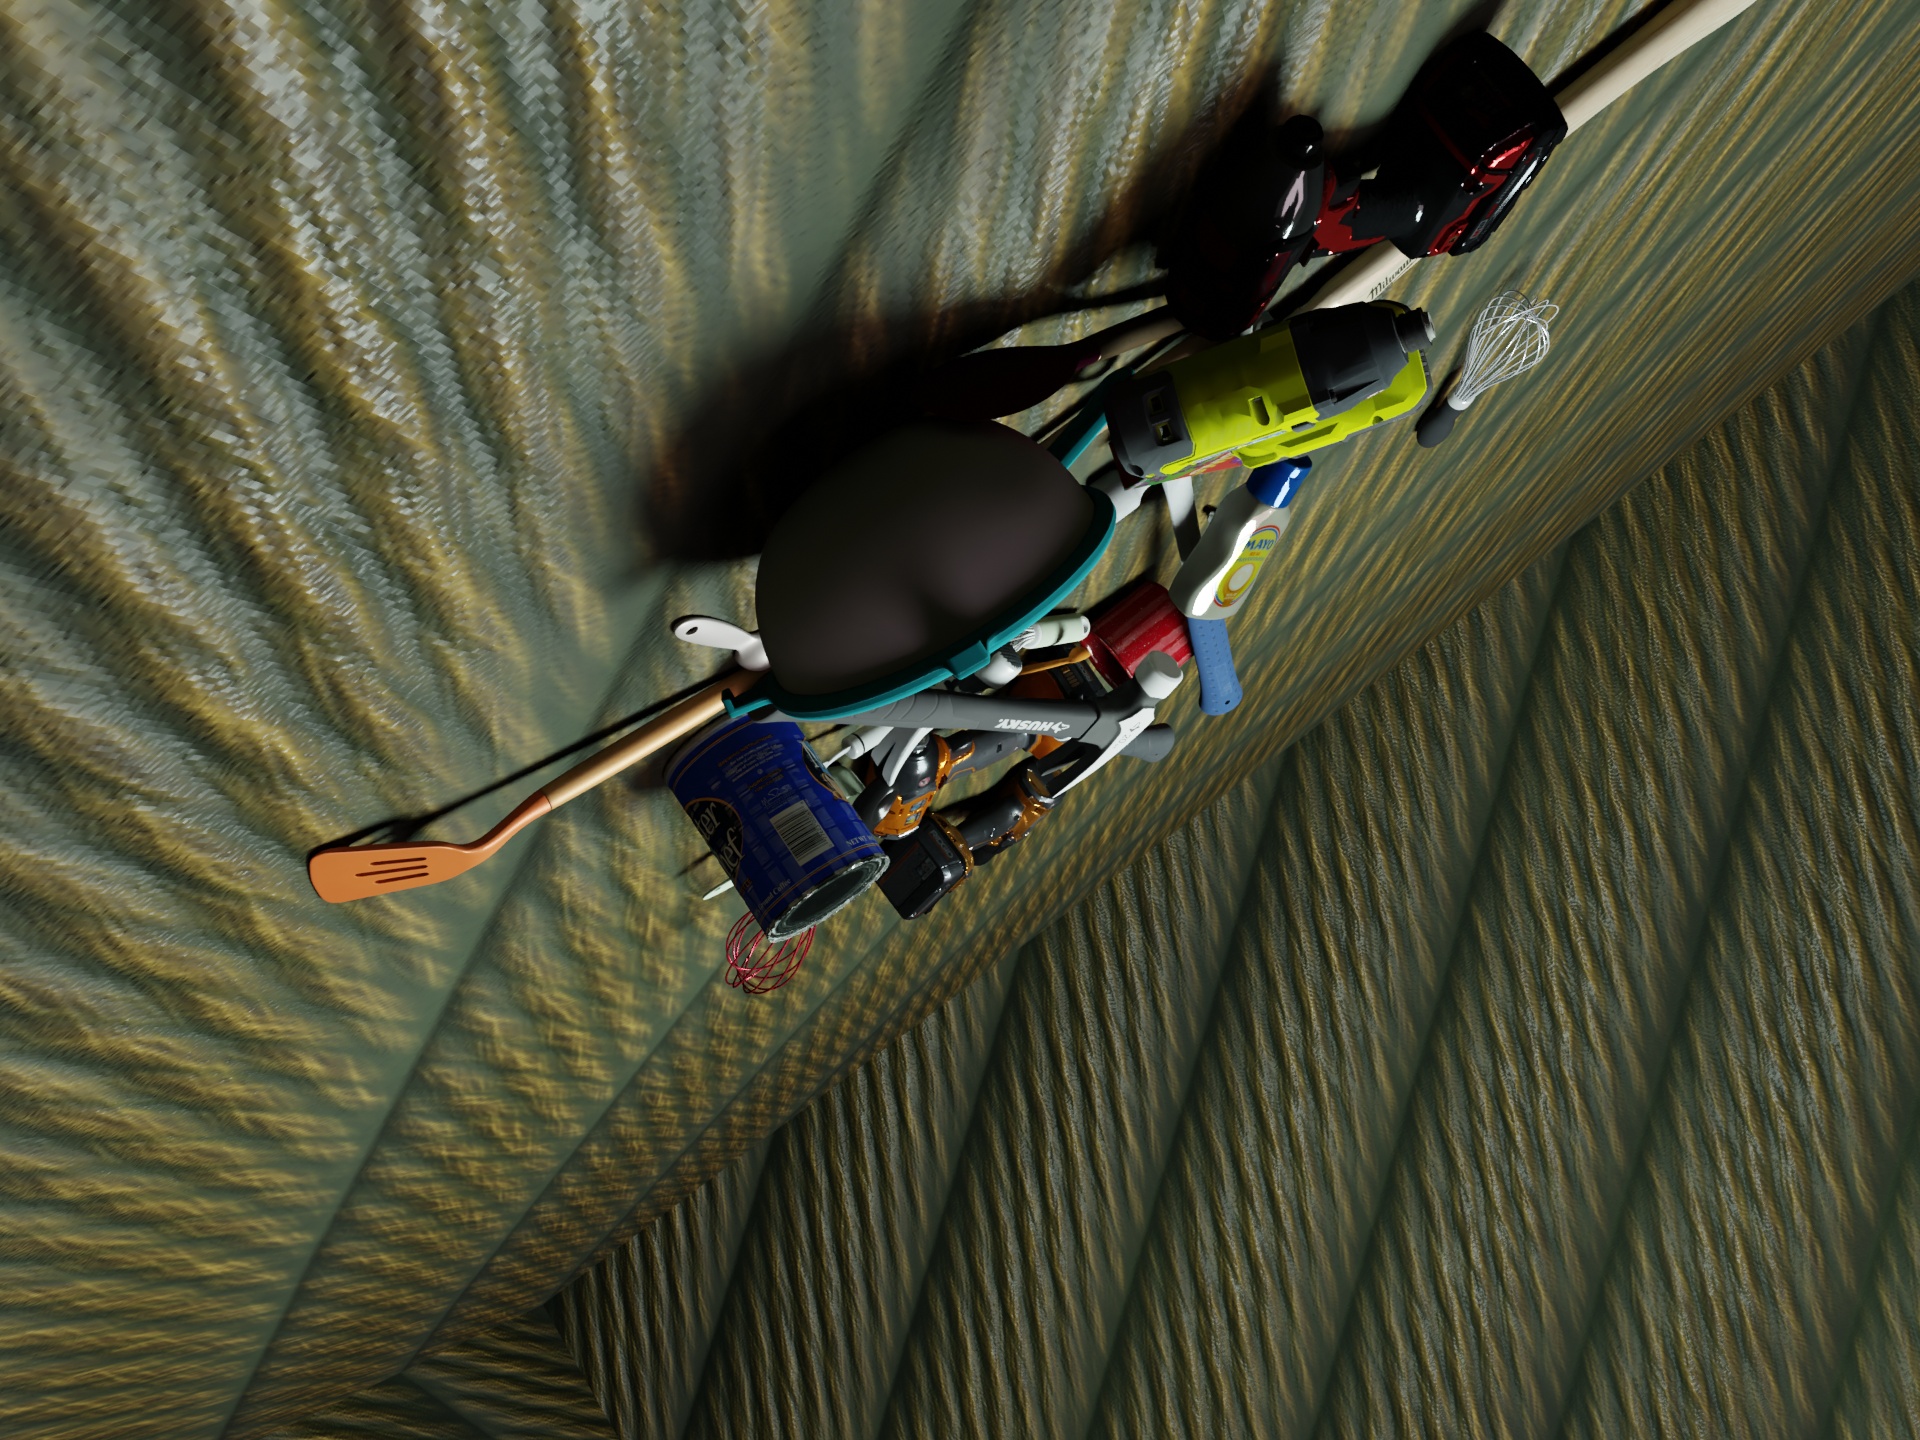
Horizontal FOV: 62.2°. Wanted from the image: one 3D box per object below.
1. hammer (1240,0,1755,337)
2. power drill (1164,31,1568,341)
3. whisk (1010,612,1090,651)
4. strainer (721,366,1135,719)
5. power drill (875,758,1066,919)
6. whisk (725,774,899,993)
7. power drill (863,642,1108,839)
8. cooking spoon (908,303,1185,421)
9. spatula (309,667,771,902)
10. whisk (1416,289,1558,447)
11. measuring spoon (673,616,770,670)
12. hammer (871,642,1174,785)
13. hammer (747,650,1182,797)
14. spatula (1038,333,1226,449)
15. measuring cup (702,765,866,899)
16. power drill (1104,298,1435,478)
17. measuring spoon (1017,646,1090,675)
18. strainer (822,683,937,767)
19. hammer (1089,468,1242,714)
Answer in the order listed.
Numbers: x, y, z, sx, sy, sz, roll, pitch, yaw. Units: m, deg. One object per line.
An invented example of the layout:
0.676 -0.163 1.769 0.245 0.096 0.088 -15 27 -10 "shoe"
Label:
0.359 -0.372 1.052 0.410 0.038 0.146 -39 164 10 "hammer"
0.225 -0.302 0.895 0.219 0.079 0.143 -26 163 -23 "power drill"
0.052 -0.070 1.306 0.059 0.058 0.246 -4 -176 27 "whisk"
0.001 -0.137 0.877 0.211 0.095 0.340 -8 -147 44 "strainer"
0.003 0.140 1.791 0.226 0.084 0.185 -28 166 -43 "power drill"
-0.131 0.147 1.398 0.073 0.073 0.295 -17 150 -51 "whisk"
0.018 0.014 1.420 0.226 0.084 0.164 -26 161 -21 "power drill"
0.090 -0.217 0.907 0.319 0.069 0.017 -31 136 -40 "cooking spoon"
-0.242 0.029 0.988 0.322 0.041 0.081 -33 166 -26 "spatula"
0.472 -0.312 1.465 0.070 0.070 0.284 -33 171 -9 "whisk"
-0.141 -0.046 0.980 0.034 0.018 0.124 -39 165 12 "measuring spoon"
0.079 0.009 1.338 0.149 0.036 0.408 -40 156 22 "hammer"
-0.002 -0.004 1.129 0.334 0.035 0.146 3 140 -38 "hammer"
0.066 -0.165 1.018 0.317 0.044 0.082 -36 166 3 "spatula"
-0.156 0.094 1.359 0.167 0.038 0.083 -33 166 -3 "measuring cup"
0.195 -0.194 0.914 0.171 0.080 0.223 -16 -175 25 "power drill"
0.057 -0.048 1.357 0.117 0.011 0.021 -12 -164 28 "measuring spoon"
-0.094 0.023 1.271 0.258 0.050 0.087 -33 172 -34 "strainer"
0.202 -0.114 1.316 0.144 0.035 0.405 -36 150 -5 "hammer"
